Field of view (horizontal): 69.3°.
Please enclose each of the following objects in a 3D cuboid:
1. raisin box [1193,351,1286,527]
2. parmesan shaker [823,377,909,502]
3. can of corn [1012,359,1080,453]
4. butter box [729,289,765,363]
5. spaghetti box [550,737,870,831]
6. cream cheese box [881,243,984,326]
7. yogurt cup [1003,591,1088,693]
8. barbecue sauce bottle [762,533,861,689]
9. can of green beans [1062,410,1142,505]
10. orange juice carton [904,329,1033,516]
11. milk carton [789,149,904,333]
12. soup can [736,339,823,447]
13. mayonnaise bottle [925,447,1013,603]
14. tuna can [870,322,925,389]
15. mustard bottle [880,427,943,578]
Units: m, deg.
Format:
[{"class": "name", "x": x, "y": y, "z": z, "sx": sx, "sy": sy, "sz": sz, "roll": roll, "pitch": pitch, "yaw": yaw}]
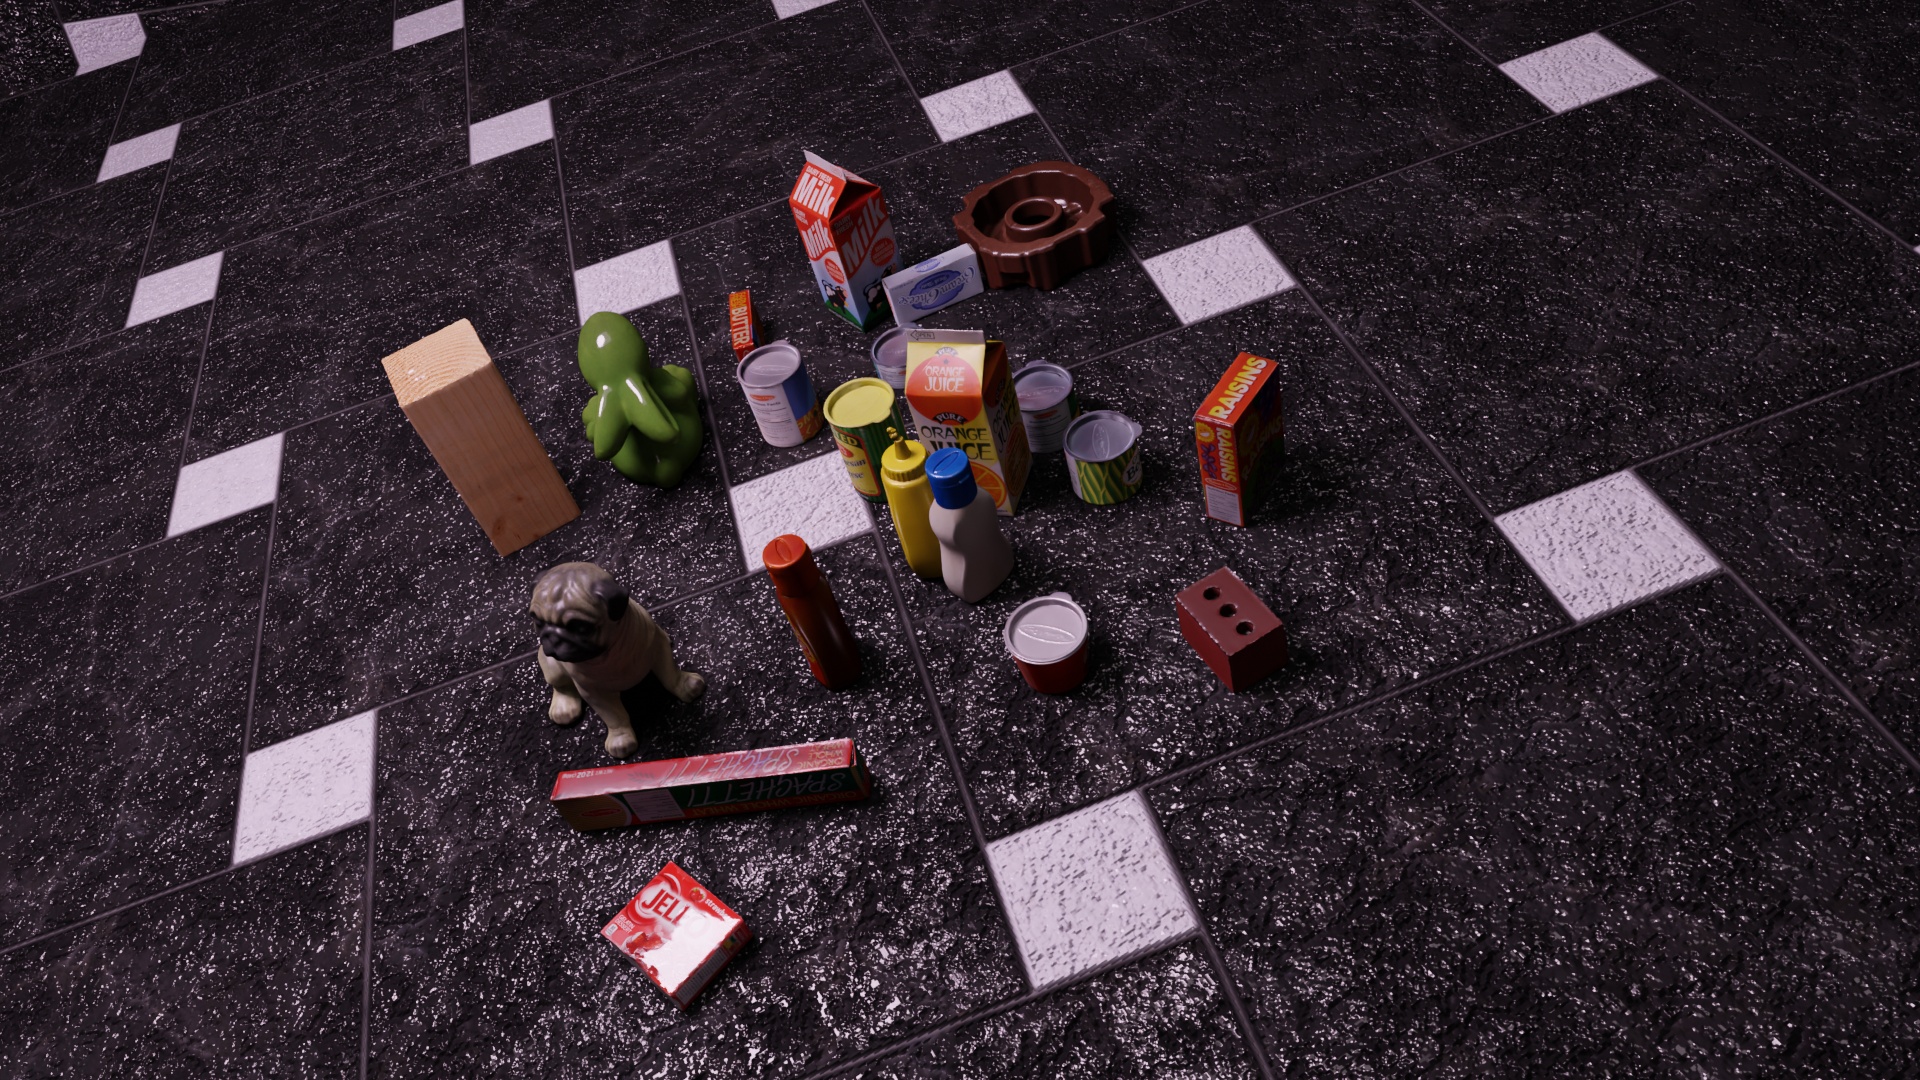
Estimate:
[{"class": "raisin box", "x": 0.240, "y": -0.085, "z": 1.186, "sx": 0.040, "sy": 0.122, "sz": 0.086, "roll": 21, "pitch": 57, "yaw": 31}, {"class": "parmesan shaker", "x": -0.080, "y": -0.091, "z": 1.298, "sx": 0.071, "sy": 0.102, "sz": 0.072, "roll": -8, "pitch": 46, "yaw": 9}, {"class": "can of corn", "x": 0.079, "y": -0.127, "z": 1.317, "sx": 0.071, "sy": 0.058, "sz": 0.071, "roll": -8, "pitch": 46, "yaw": 9}, {"class": "butter box", "x": -0.229, "y": -0.220, "z": 1.498, "sx": 0.024, "sy": 0.053, "sz": 0.104, "roll": -15, "pitch": 46, "yaw": 2}, {"class": "spaghetti box", "x": -0.196, "y": 0.195, "z": 1.101, "sx": 0.250, "sy": 0.050, "sz": 0.029, "roll": -8, "pitch": 46, "yaw": 9}, {"class": "cream cheese box", "x": -0.029, "y": -0.274, "z": 1.490, "sx": 0.104, "sy": 0.053, "sz": 0.024, "roll": -25, "pitch": 46, "yaw": -7}, {"class": "yogurt cup", "x": 0.073, "y": 0.087, "z": 1.121, "sx": 0.072, "sy": 0.053, "sz": 0.073, "roll": -8, "pitch": 46, "yaw": 9}, {"class": "barbecue sauce bottle", "x": -0.122, "y": 0.056, "z": 1.141, "sx": 0.044, "sy": 0.147, "sz": 0.065, "roll": -26, "pitch": 46, "yaw": -8}, {"class": "can of green beans", "x": 0.129, "y": -0.074, "z": 1.253, "sx": 0.071, "sy": 0.057, "sz": 0.071, "roll": -8, "pitch": 46, "yaw": 9}, {"class": "orange juice carton", "x": 0.006, "y": -0.113, "z": 1.232, "sx": 0.072, "sy": 0.191, "sz": 0.073, "roll": 4, "pitch": 49, "yaw": 20}, {"class": "milk carton", "x": -0.119, "y": -0.321, "z": 1.465, "sx": 0.074, "sy": 0.189, "sz": 0.072, "roll": -38, "pitch": 49, "yaw": -19}, {"class": "soup can", "x": -0.178, "y": -0.147, "z": 1.393, "sx": 0.071, "sy": 0.083, "sz": 0.072, "roll": -8, "pitch": 46, "yaw": 9}, {"class": "mayonnaise bottle", "x": 0.004, "y": -0.015, "z": 1.171, "sx": 0.065, "sy": 0.147, "sz": 0.041, "roll": -41, "pitch": 50, "yaw": -22}, {"class": "tuna can", "x": -0.057, "y": -0.191, "z": 1.434, "sx": 0.071, "sy": 0.032, "sz": 0.071, "roll": -8, "pitch": 46, "yaw": 9}, {"class": "mustard bottle", "x": -0.037, "y": -0.037, "z": 1.195, "sx": 0.049, "sy": 0.159, "sz": 0.065, "roll": -10, "pitch": 46, "yaw": 7}]
